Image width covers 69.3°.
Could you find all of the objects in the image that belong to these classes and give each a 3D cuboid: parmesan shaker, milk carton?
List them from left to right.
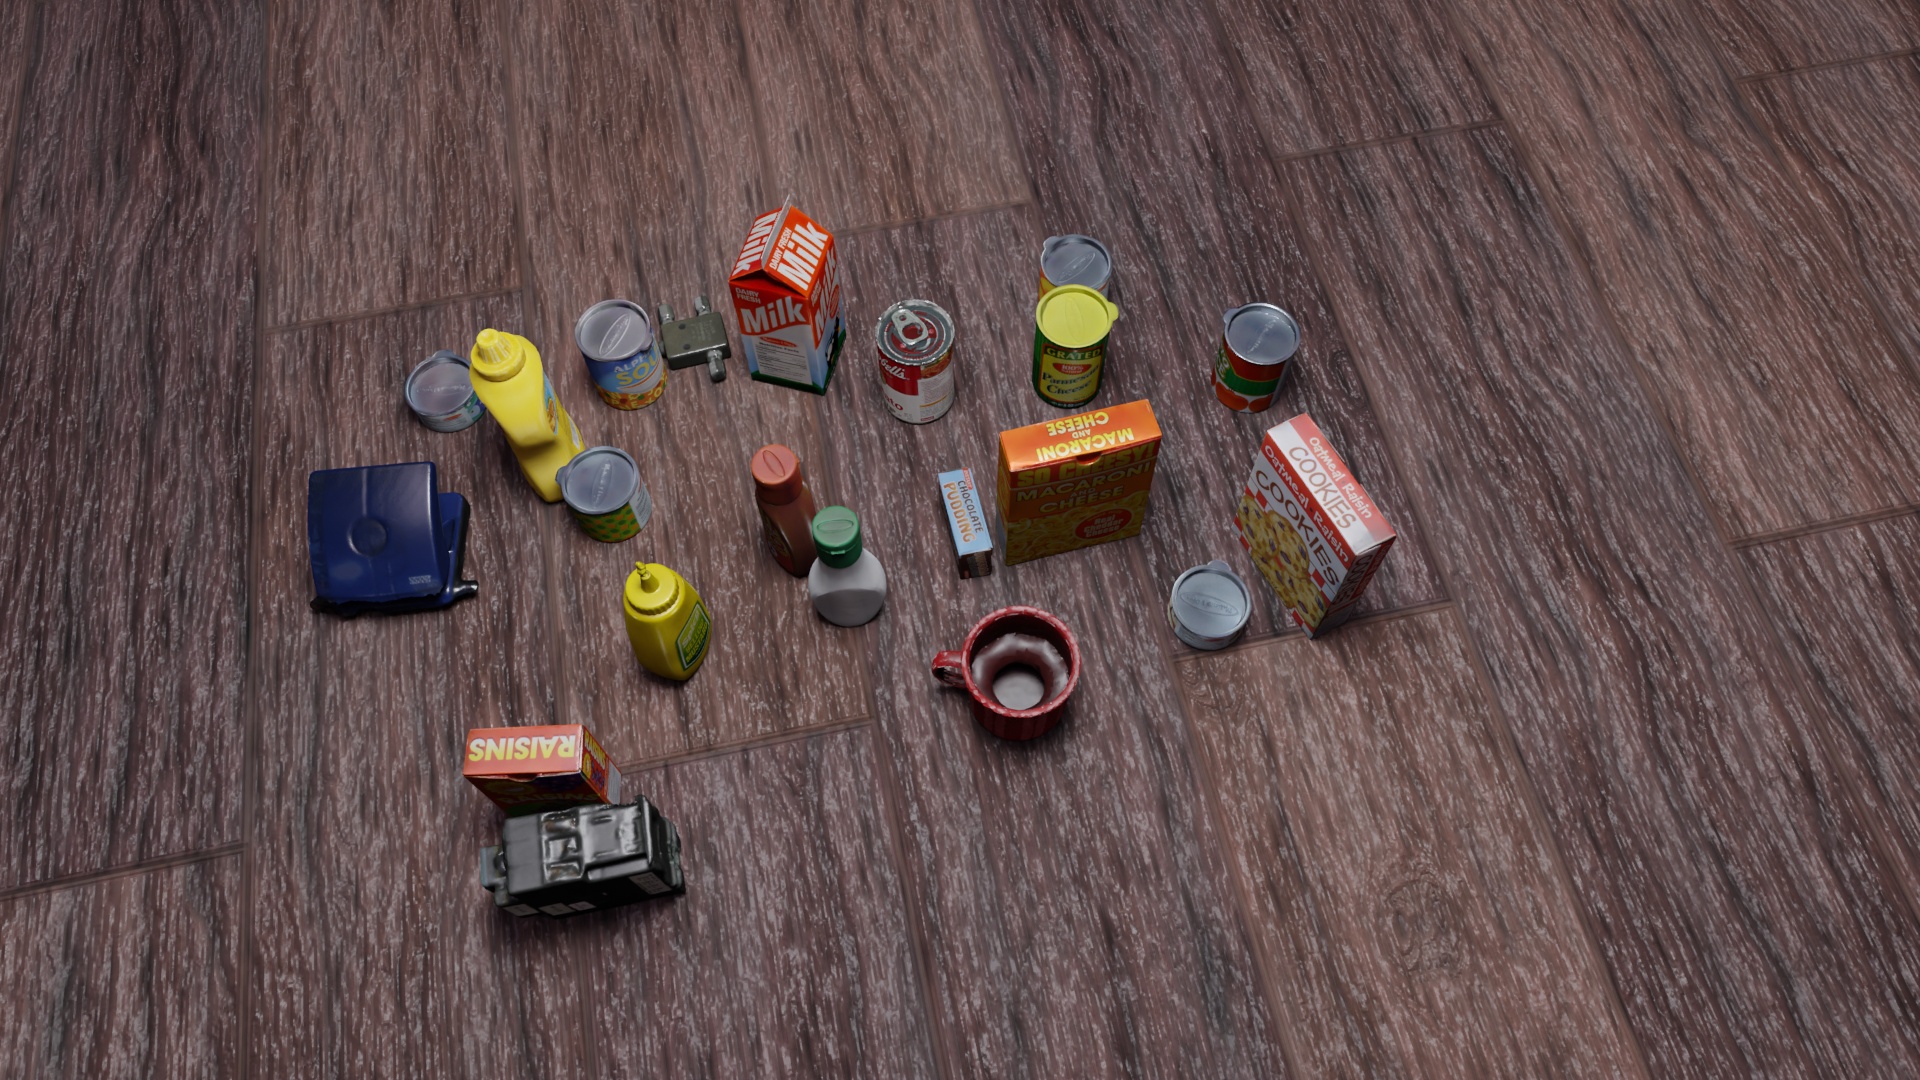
[{"bbox_3d":[-0.150,-0.213,1.214,0.073,0.189,0.072,13,64,7],"label":"milk carton"},{"bbox_3d":[0.101,-0.171,1.239,0.071,0.102,0.071,0,63,0],"label":"parmesan shaker"}]

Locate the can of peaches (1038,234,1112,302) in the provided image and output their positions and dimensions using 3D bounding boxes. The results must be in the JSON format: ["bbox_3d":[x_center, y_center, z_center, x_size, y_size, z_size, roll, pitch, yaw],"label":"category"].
[{"bbox_3d":[0.105,-0.245,1.302,0.071,0.057,0.071,0,63,0],"label":"can of peaches"}]

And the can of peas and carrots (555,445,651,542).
[{"bbox_3d":[-0.307,-0.039,1.199,0.071,0.058,0.071,0,63,0],"label":"can of peas and carrots"}]

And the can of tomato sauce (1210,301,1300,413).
[{"bbox_3d":[0.261,-0.163,1.246,0.071,0.082,0.071,0,63,0],"label":"can of tomato sauce"}]

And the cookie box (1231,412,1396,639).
[{"bbox_3d":[0.281,-0.009,1.120,0.040,0.166,0.123,-25,66,-12],"label":"cookie box"}]

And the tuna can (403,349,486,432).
[{"bbox_3d":[-0.467,-0.136,1.264,0.071,0.032,0.071,0,63,0],"label":"tuna can"}]

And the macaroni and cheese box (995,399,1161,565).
[{"bbox_3d":[0.094,-0.044,1.139,0.124,0.165,0.040,-13,64,-6],"label":"macaroni and cheese box"}]

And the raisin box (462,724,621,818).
[{"bbox_3d":[-0.314,0.178,1.053,0.086,0.123,0.040,-2,63,0],"label":"raisin box"}]

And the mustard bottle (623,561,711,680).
[{"bbox_3d":[-0.234,0.058,1.093,0.049,0.159,0.065,18,65,9],"label":"mustard bottle"}]

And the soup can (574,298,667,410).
[{"bbox_3d":[-0.301,-0.165,1.249,0.071,0.083,0.071,0,63,0],"label":"soup can"}]

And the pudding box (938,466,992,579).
[{"bbox_3d":[0.004,-0.015,1.190,0.030,0.049,0.084,-12,64,-6],"label":"pudding box"}]

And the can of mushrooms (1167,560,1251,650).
[{"bbox_3d":[0.208,0.054,1.163,0.071,0.033,0.071,0,63,0],"label":"can of mushrooms"}]

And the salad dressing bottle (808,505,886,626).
[{"bbox_3d":[-0.094,0.022,1.117,0.064,0.147,0.044,-6,64,-2],"label":"salad dressing bottle"}]

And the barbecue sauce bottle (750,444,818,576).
[{"bbox_3d":[-0.144,-0.027,1.142,0.044,0.148,0.065,-31,67,-14],"label":"barbecue sauce bottle"}]
